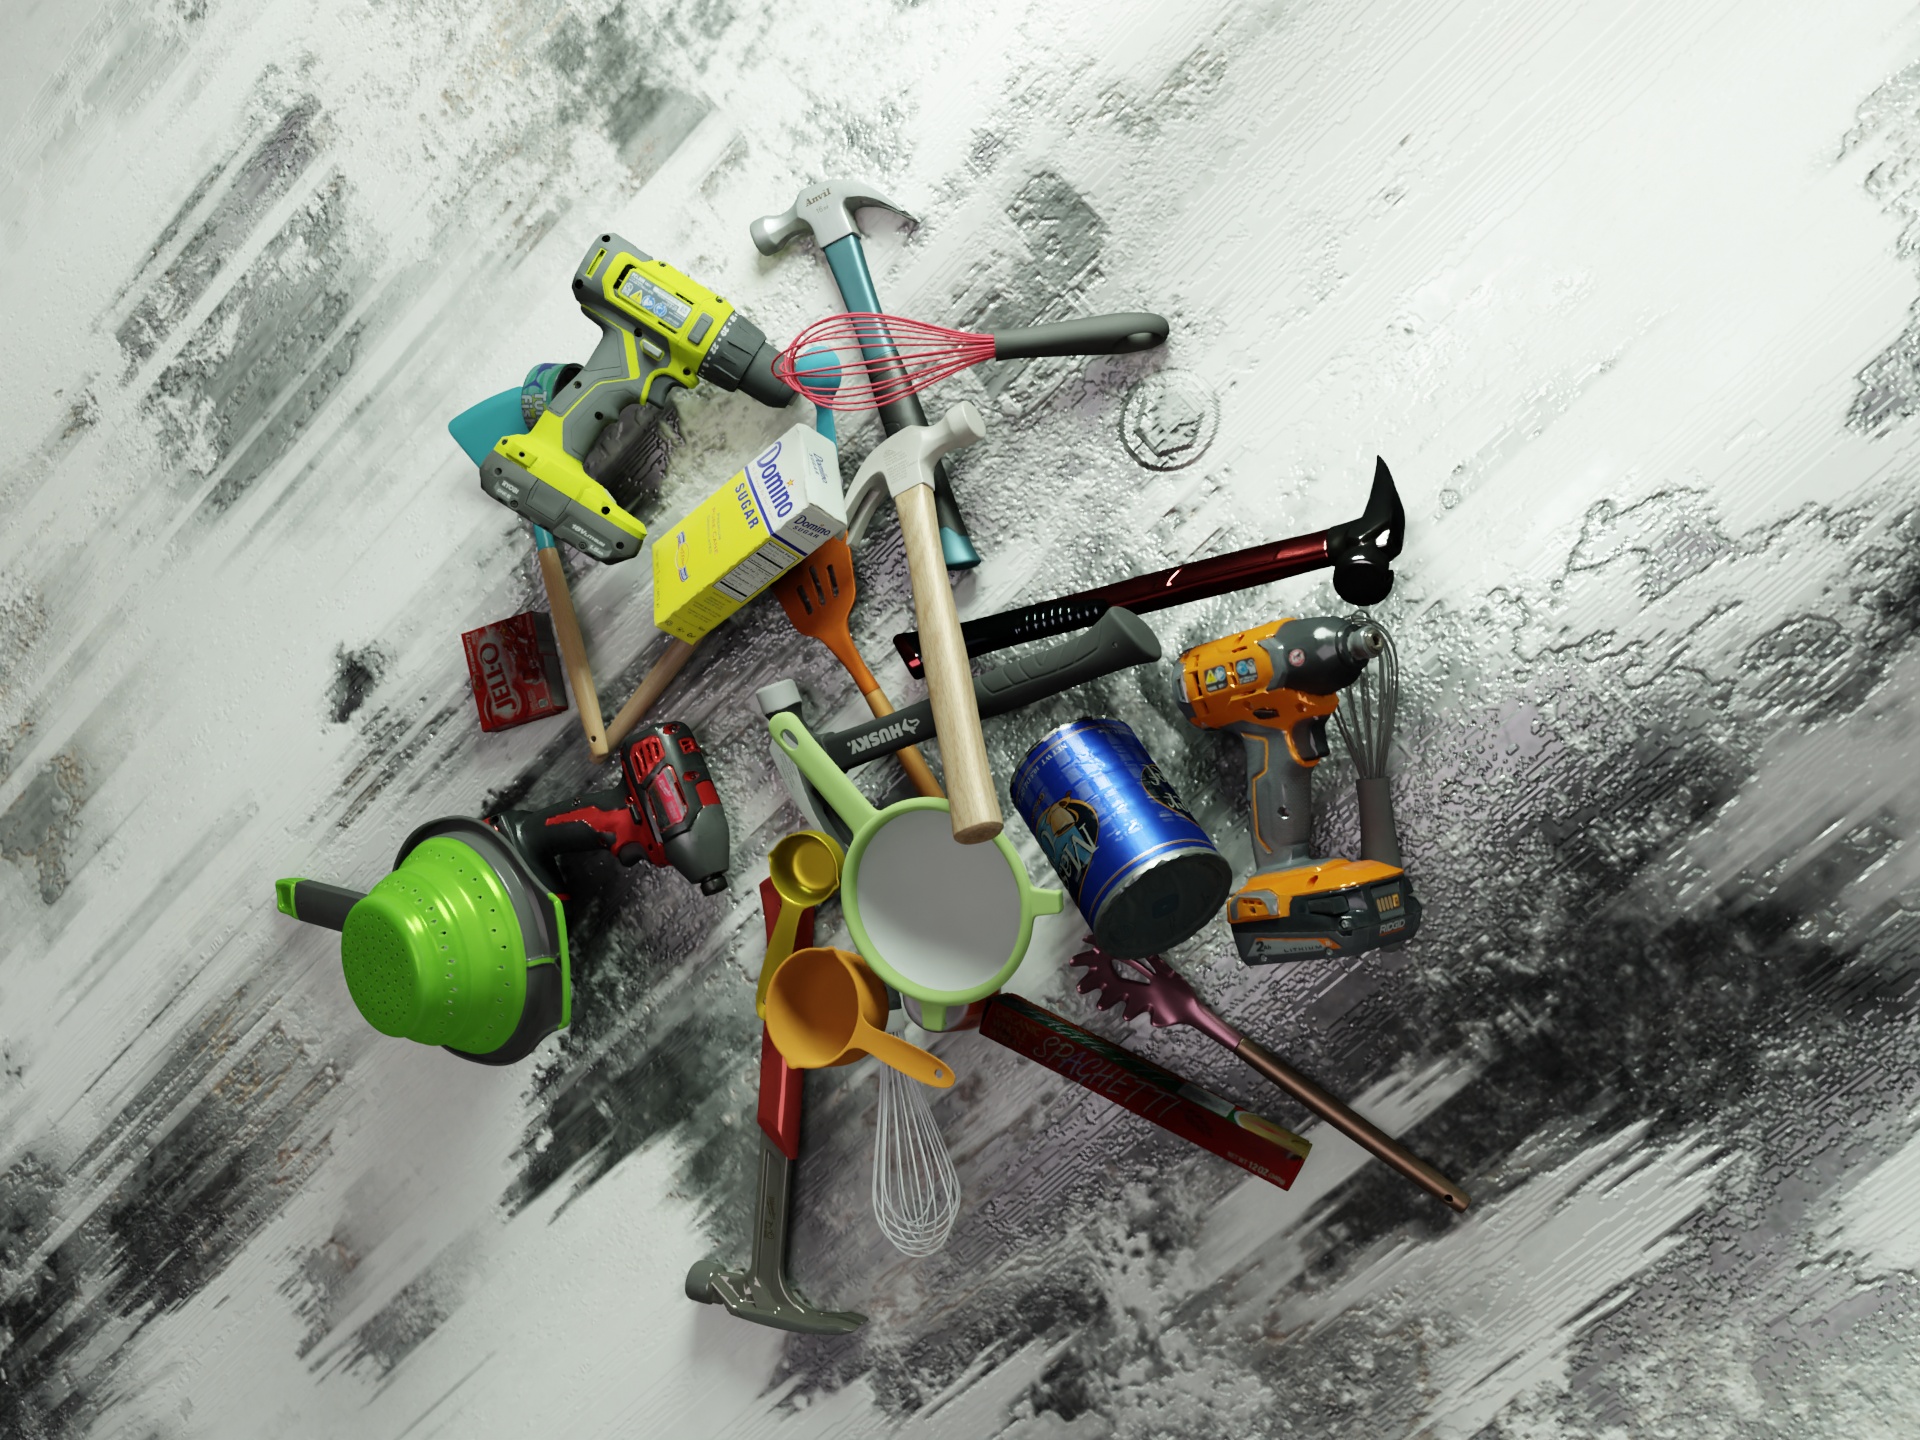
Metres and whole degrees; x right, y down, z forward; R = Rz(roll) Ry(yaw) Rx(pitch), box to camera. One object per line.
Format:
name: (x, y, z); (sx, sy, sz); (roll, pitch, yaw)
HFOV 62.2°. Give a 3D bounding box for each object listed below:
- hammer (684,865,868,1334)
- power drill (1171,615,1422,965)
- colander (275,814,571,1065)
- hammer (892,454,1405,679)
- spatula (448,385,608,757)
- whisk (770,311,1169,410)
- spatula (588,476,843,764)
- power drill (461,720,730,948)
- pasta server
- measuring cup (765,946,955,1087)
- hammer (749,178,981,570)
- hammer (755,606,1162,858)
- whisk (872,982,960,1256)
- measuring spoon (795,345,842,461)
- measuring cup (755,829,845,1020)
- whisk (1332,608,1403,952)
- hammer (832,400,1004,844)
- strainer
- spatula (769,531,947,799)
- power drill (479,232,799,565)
hammer: (-0.133, 0.293, 1.247); (0.149, 0.036, 0.359); (5, 91, 20)
power drill: (0.234, 0.043, 1.069); (0.164, 0.084, 0.226); (-19, 81, 52)
colander: (-0.478, 0.176, 1.288); (0.397, 0.094, 0.204); (5, 101, 37)
hammer: (0.125, -0.097, 1.146); (0.386, 0.143, 0.038); (-12, 123, 29)
spatula: (-0.345, -0.119, 1.323); (0.082, 0.044, 0.318); (-22, 78, 16)
whisk: (0.006, -0.275, 1.175); (0.296, 0.073, 0.073); (-5, 87, 3)
spatula: (-0.207, -0.087, 1.292); (0.060, 0.018, 0.316); (43, 101, 19)
power drill: (-0.290, 0.106, 1.290); (0.219, 0.078, 0.143); (-26, 81, 14)
pasta server: (0.217, 0.248, 1.123); (0.316, 0.040, 0.060); (34, 112, 16)
measuring cup: (-0.063, 0.227, 1.164); (0.174, 0.052, 0.095); (21, 92, 31)
hammer: (-0.057, -0.267, 1.236); (0.128, 0.033, 0.331); (-22, 82, 19)
hammer: (-0.002, -0.004, 1.158); (0.335, 0.035, 0.146); (-20, 90, 33)
whisk: (-0.048, 0.261, 1.211); (0.070, 0.070, 0.285); (-13, 79, 19)
measuring spoon: (-0.111, -0.226, 1.237); (0.042, 0.021, 0.128); (2, 99, 38)
measuring cup: (-0.128, 0.157, 1.220); (0.062, 0.029, 0.156); (21, 104, 17)
whisk: (0.285, 0.042, 1.100); (0.055, 0.055, 0.239); (-6, 90, 19)
hammer: (-0.018, -0.067, 1.127); (0.130, 0.031, 0.332); (-25, 60, 25)
strainer: (-0.041, 0.087, 1.157); (0.256, 0.069, 0.151); (47, 115, 13)
spatula: (-0.052, -0.001, 1.234); (0.081, 0.041, 0.323); (-32, 83, 17)
power drill: (-0.251, -0.239, 1.250); (0.190, 0.080, 0.228); (32, 91, -10)
